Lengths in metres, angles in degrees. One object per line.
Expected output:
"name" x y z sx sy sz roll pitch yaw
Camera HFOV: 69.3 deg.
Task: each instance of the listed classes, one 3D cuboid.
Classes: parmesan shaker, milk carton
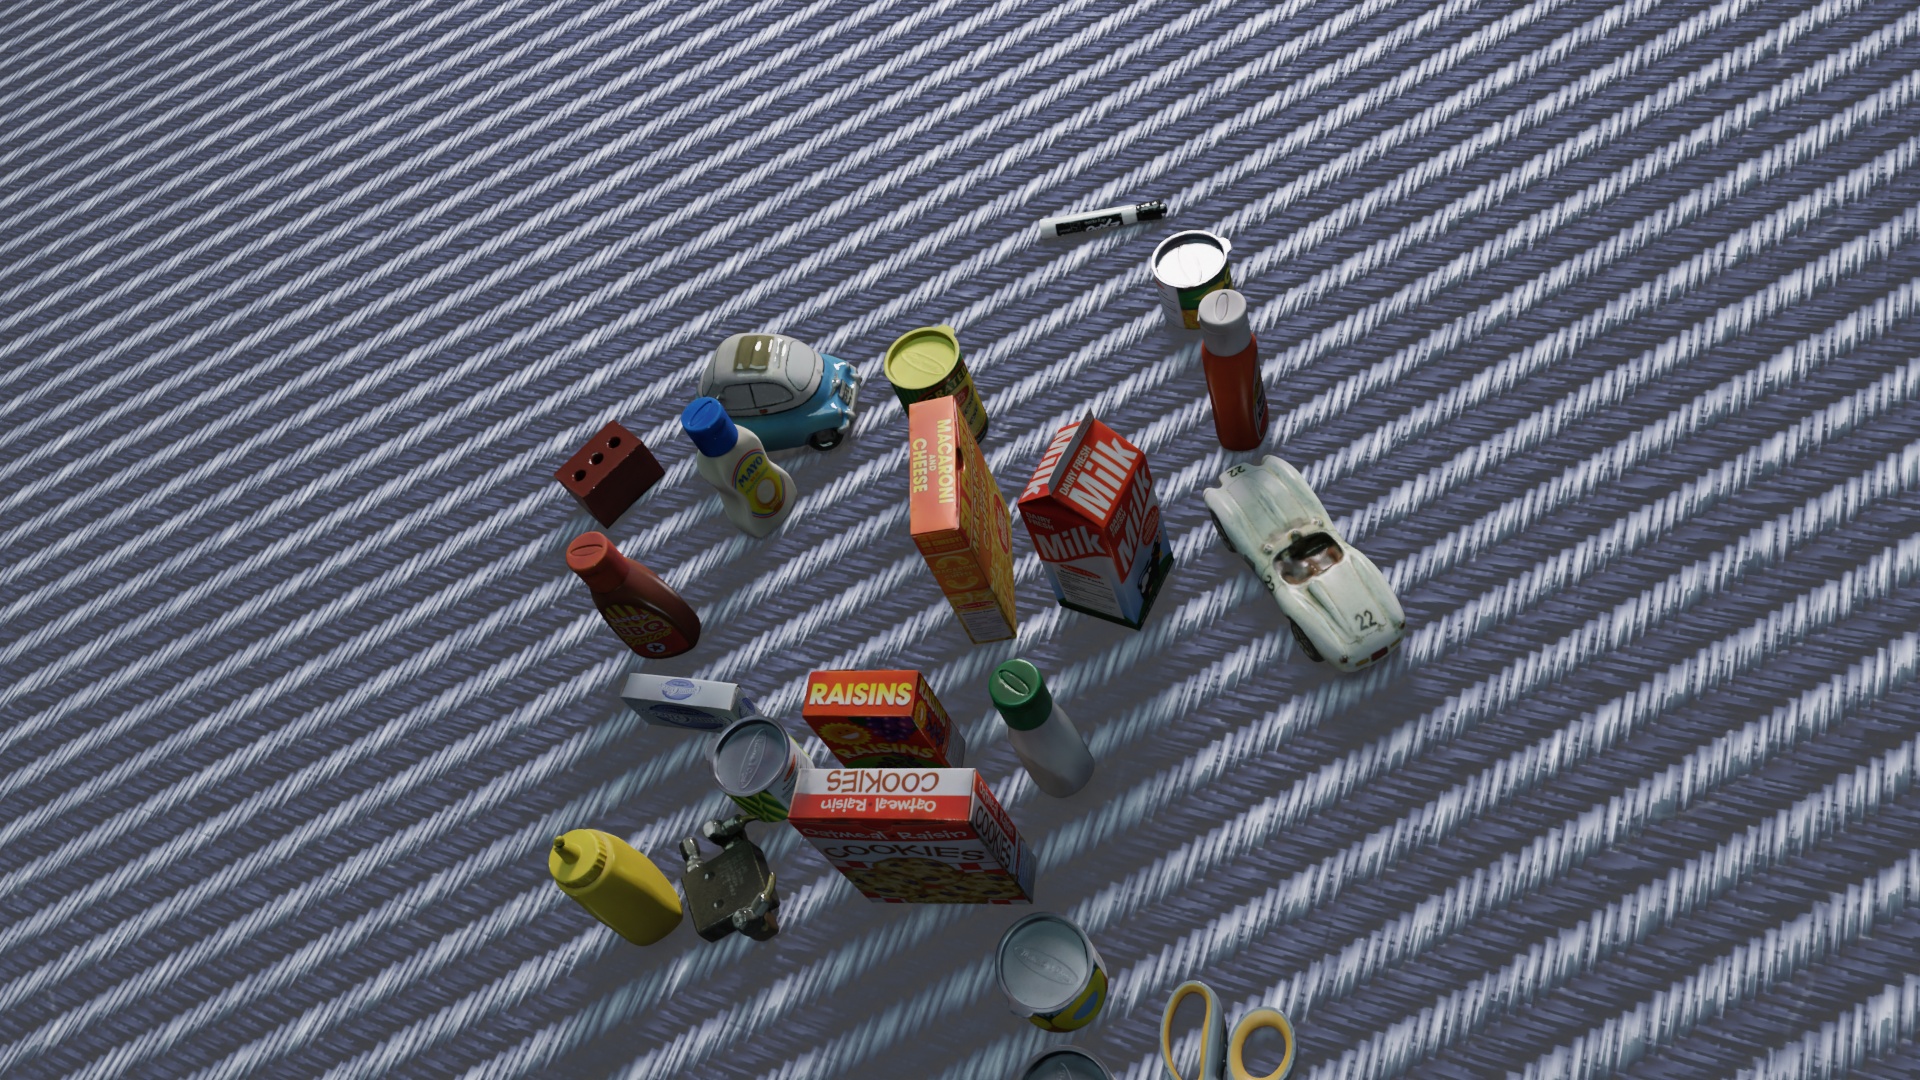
"parmesan shaker" -0.017 -0.128 1.201 0.071 0.102 0.071 -9 56 13
"milk carton" 0.100 -0.016 1.033 0.073 0.189 0.072 17 65 27

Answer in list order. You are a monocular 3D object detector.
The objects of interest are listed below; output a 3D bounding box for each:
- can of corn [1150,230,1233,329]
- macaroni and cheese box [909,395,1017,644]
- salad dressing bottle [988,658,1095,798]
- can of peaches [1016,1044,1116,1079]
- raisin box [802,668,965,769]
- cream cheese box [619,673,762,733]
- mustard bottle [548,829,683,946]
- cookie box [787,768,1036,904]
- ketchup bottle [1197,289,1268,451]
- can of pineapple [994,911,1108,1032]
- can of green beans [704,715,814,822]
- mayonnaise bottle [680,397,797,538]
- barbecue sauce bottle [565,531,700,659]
"can of corn" 0.207 -0.229 1.220 0.071 0.058 0.071 -9 56 13
"macaroni and cheese box" 0.004 -0.014 1.079 0.040 0.165 0.124 -10 55 12
"salad dressing bottle" 0.056 0.133 0.976 0.064 0.147 0.044 35 74 33
"can of peaches" 0.069 0.359 0.877 0.071 0.058 0.071 -9 56 13
"raisin box" -0.054 0.138 1.024 0.086 0.123 0.040 -2 58 18
"cream cheese box" -0.217 0.133 1.126 0.104 0.053 0.024 3 59 21
"mustard bottle" -0.255 0.242 1.000 0.049 0.159 0.065 -39 54 -8
"cookie box" -0.028 0.204 0.944 0.123 0.166 0.040 -4 57 17
"ketchup bottle" 0.215 -0.136 1.100 0.043 0.148 0.065 0 58 19
"can of pineapple" 0.060 0.290 0.926 0.071 0.057 0.071 -9 56 13
"can of green beans" -0.152 0.177 1.072 0.071 0.057 0.071 -9 56 13
"mayonnaise bottle" -0.192 -0.064 1.189 0.041 0.147 0.065 25 69 30
"barbecue sauce bottle" -0.272 0.046 1.143 0.065 0.148 0.044 -9 56 13
